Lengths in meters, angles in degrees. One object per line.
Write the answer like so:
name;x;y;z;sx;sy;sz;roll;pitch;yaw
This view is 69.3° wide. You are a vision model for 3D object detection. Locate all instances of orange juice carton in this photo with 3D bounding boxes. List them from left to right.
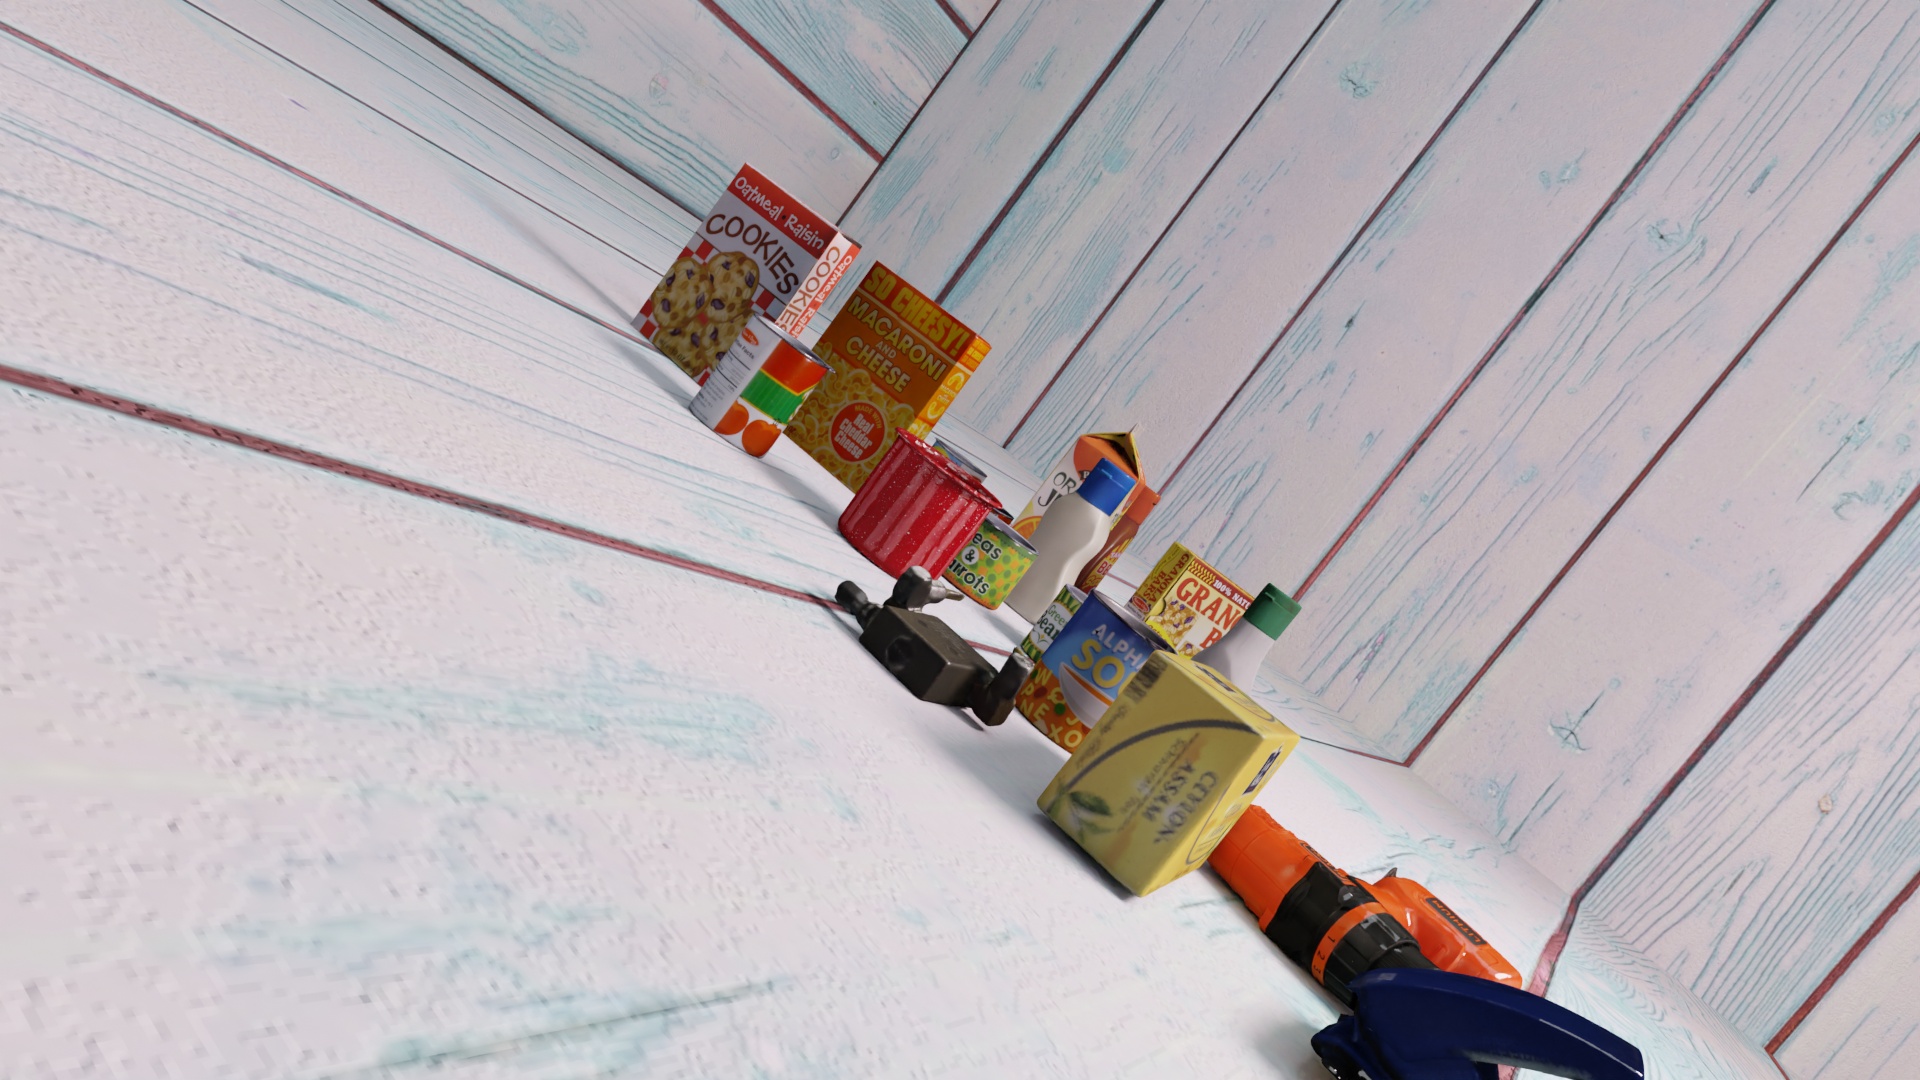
orange juice carton;0.114;-0.033;1.323;0.073;0.192;0.072;38;6;11

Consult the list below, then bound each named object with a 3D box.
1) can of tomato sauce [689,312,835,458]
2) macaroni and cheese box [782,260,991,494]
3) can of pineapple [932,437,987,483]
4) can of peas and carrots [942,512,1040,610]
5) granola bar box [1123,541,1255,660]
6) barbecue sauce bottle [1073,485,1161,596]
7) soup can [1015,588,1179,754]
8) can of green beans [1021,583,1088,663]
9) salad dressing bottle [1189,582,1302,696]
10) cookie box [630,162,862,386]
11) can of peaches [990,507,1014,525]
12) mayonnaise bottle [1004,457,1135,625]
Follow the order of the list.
can of tomato sauce;-0.143;-0.110;0.998;0.071;0.083;0.071;37;6;-5
macaroni and cheese box;-0.071;-0.135;1.180;0.124;0.166;0.040;40;7;23
can of pineapple;-0.016;-0.064;1.447;0.071;0.058;0.071;36;6;-5
can of peas and carrots;0.019;0.013;1.096;0.071;0.058;0.071;37;6;-5
granola bar box;0.238;0.091;1.405;0.165;0.124;0.039;32;8;-36
barbecue sauce bottle;0.154;0.002;1.478;0.044;0.148;0.065;39;7;19
soup can;0.081;0.083;0.838;0.071;0.083;0.071;37;6;-5
can of green beans;0.087;0.074;1.034;0.071;0.057;0.071;36;6;-5
salad dressing bottle;0.237;0.105;1.207;0.044;0.147;0.064;31;9;-45
cookie box;-0.176;-0.208;1.136;0.123;0.167;0.040;40;7;27
can of peaches;0.004;-0.015;1.217;0.071;0.058;0.071;36;6;-5
mayonnaise bottle;0.090;-0.001;1.177;0.065;0.148;0.041;40;7;26
